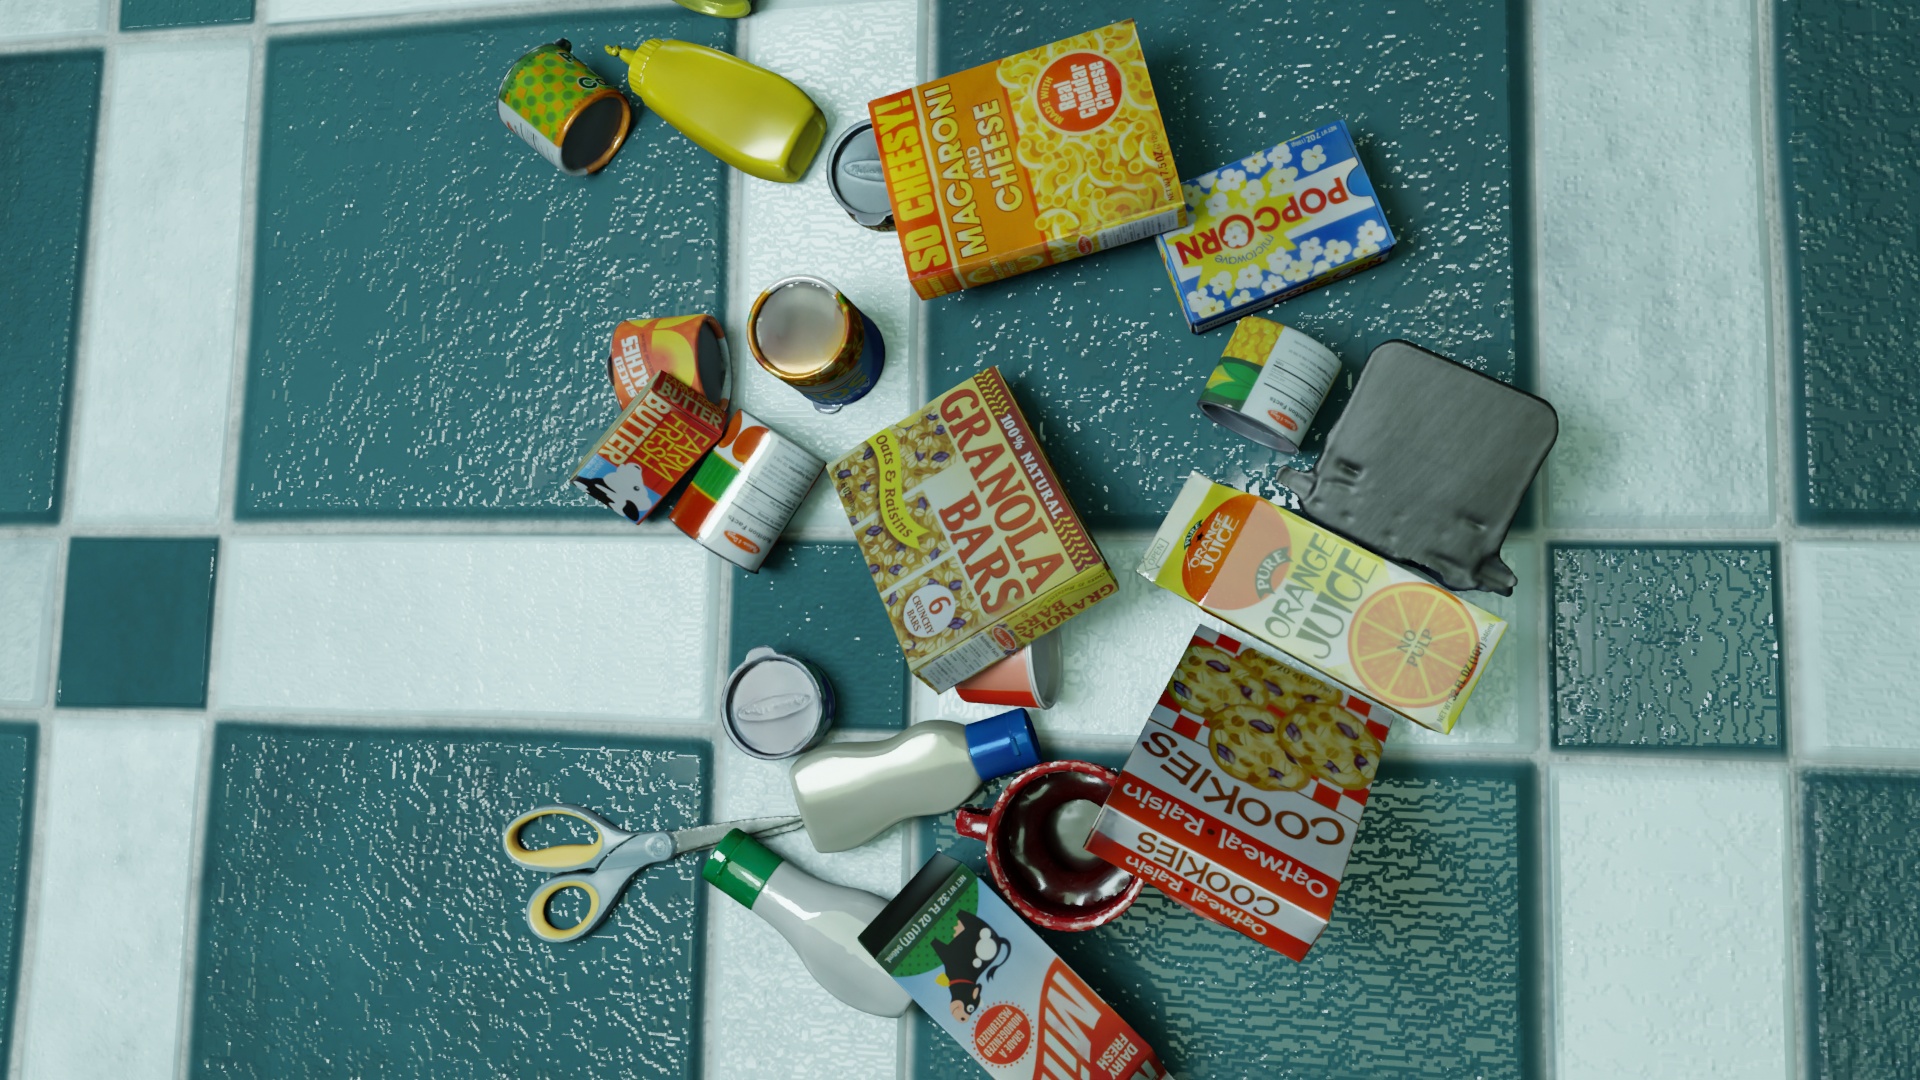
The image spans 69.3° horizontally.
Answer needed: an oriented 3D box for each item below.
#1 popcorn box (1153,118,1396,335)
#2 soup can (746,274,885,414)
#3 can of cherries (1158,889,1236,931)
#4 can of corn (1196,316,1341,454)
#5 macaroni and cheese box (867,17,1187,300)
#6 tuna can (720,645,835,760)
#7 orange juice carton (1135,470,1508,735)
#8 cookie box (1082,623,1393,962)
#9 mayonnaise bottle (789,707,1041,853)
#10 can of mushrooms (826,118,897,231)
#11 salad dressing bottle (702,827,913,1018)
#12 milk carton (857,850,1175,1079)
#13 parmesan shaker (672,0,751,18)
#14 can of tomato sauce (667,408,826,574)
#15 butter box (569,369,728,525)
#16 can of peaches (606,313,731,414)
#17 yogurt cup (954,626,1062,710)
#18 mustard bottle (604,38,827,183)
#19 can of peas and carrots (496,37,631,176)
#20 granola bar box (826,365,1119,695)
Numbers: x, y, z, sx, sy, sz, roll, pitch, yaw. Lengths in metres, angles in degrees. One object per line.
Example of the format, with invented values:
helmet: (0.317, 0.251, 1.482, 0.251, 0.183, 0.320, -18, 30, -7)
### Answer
popcorn box: (0.185, -0.188, 0.840, 0.126, 0.038, 0.085, -21, 80, 8)
soup can: (-0.089, -0.120, 0.862, 0.071, 0.084, 0.071, -1, 85, 11)
can of cherries: (0.152, 0.184, 0.792, 0.071, 0.071, 0.058, 25, 90, 12)
can of corn: (0.180, -0.092, 0.818, 0.071, 0.071, 0.058, 27, 89, 12)
macaroni and cheese box: (0.039, -0.226, 0.835, 0.166, 0.040, 0.124, -15, 78, 8)
tuna can: (-0.114, 0.101, 0.869, 0.071, 0.033, 0.071, -1, 84, 11)
orange juice carton: (0.202, 0.033, 0.796, 0.193, 0.073, 0.072, 28, 90, 13)
cookie box: (0.155, 0.131, 0.756, 0.123, 0.168, 0.040, 26, 130, 12)
mayonnaise bottle: (-0.026, 0.141, 0.844, 0.148, 0.041, 0.064, -18, 92, 7)
can of mushrooms: (-0.051, -0.232, 0.892, 0.071, 0.033, 0.071, -1, 84, 10)
salad dressing bottle: (-0.086, 0.228, 0.840, 0.148, 0.044, 0.064, 32, 93, 8)
milk carton: (0.037, 0.269, 0.782, 0.190, 0.073, 0.072, 46, 76, -3)
parmesan shaker: (-0.158, -0.408, 0.912, 0.071, 0.071, 0.103, 13, 87, 12)
can of tomato sauce: (-0.134, -0.032, 0.871, 0.071, 0.071, 0.083, 33, 91, 12)
butter box: (-0.196, -0.057, 0.873, 0.053, 0.024, 0.103, 35, 125, -21)
can of peaches: (-0.184, -0.110, 0.886, 0.058, 0.071, 0.071, -3, 84, 10)
yogurt cup: (0.027, 0.068, 0.831, 0.054, 0.072, 0.072, -5, 83, 19)
mustard bottle: (-0.166, -0.293, 0.913, 0.160, 0.049, 0.065, 31, 90, 13)
can of peas and carrots: (-0.260, -0.286, 0.921, 0.059, 0.071, 0.071, 40, 93, 11)
granola bar box: (0.003, -0.010, 0.822, 0.124, 0.039, 0.166, -30, 54, 7)
